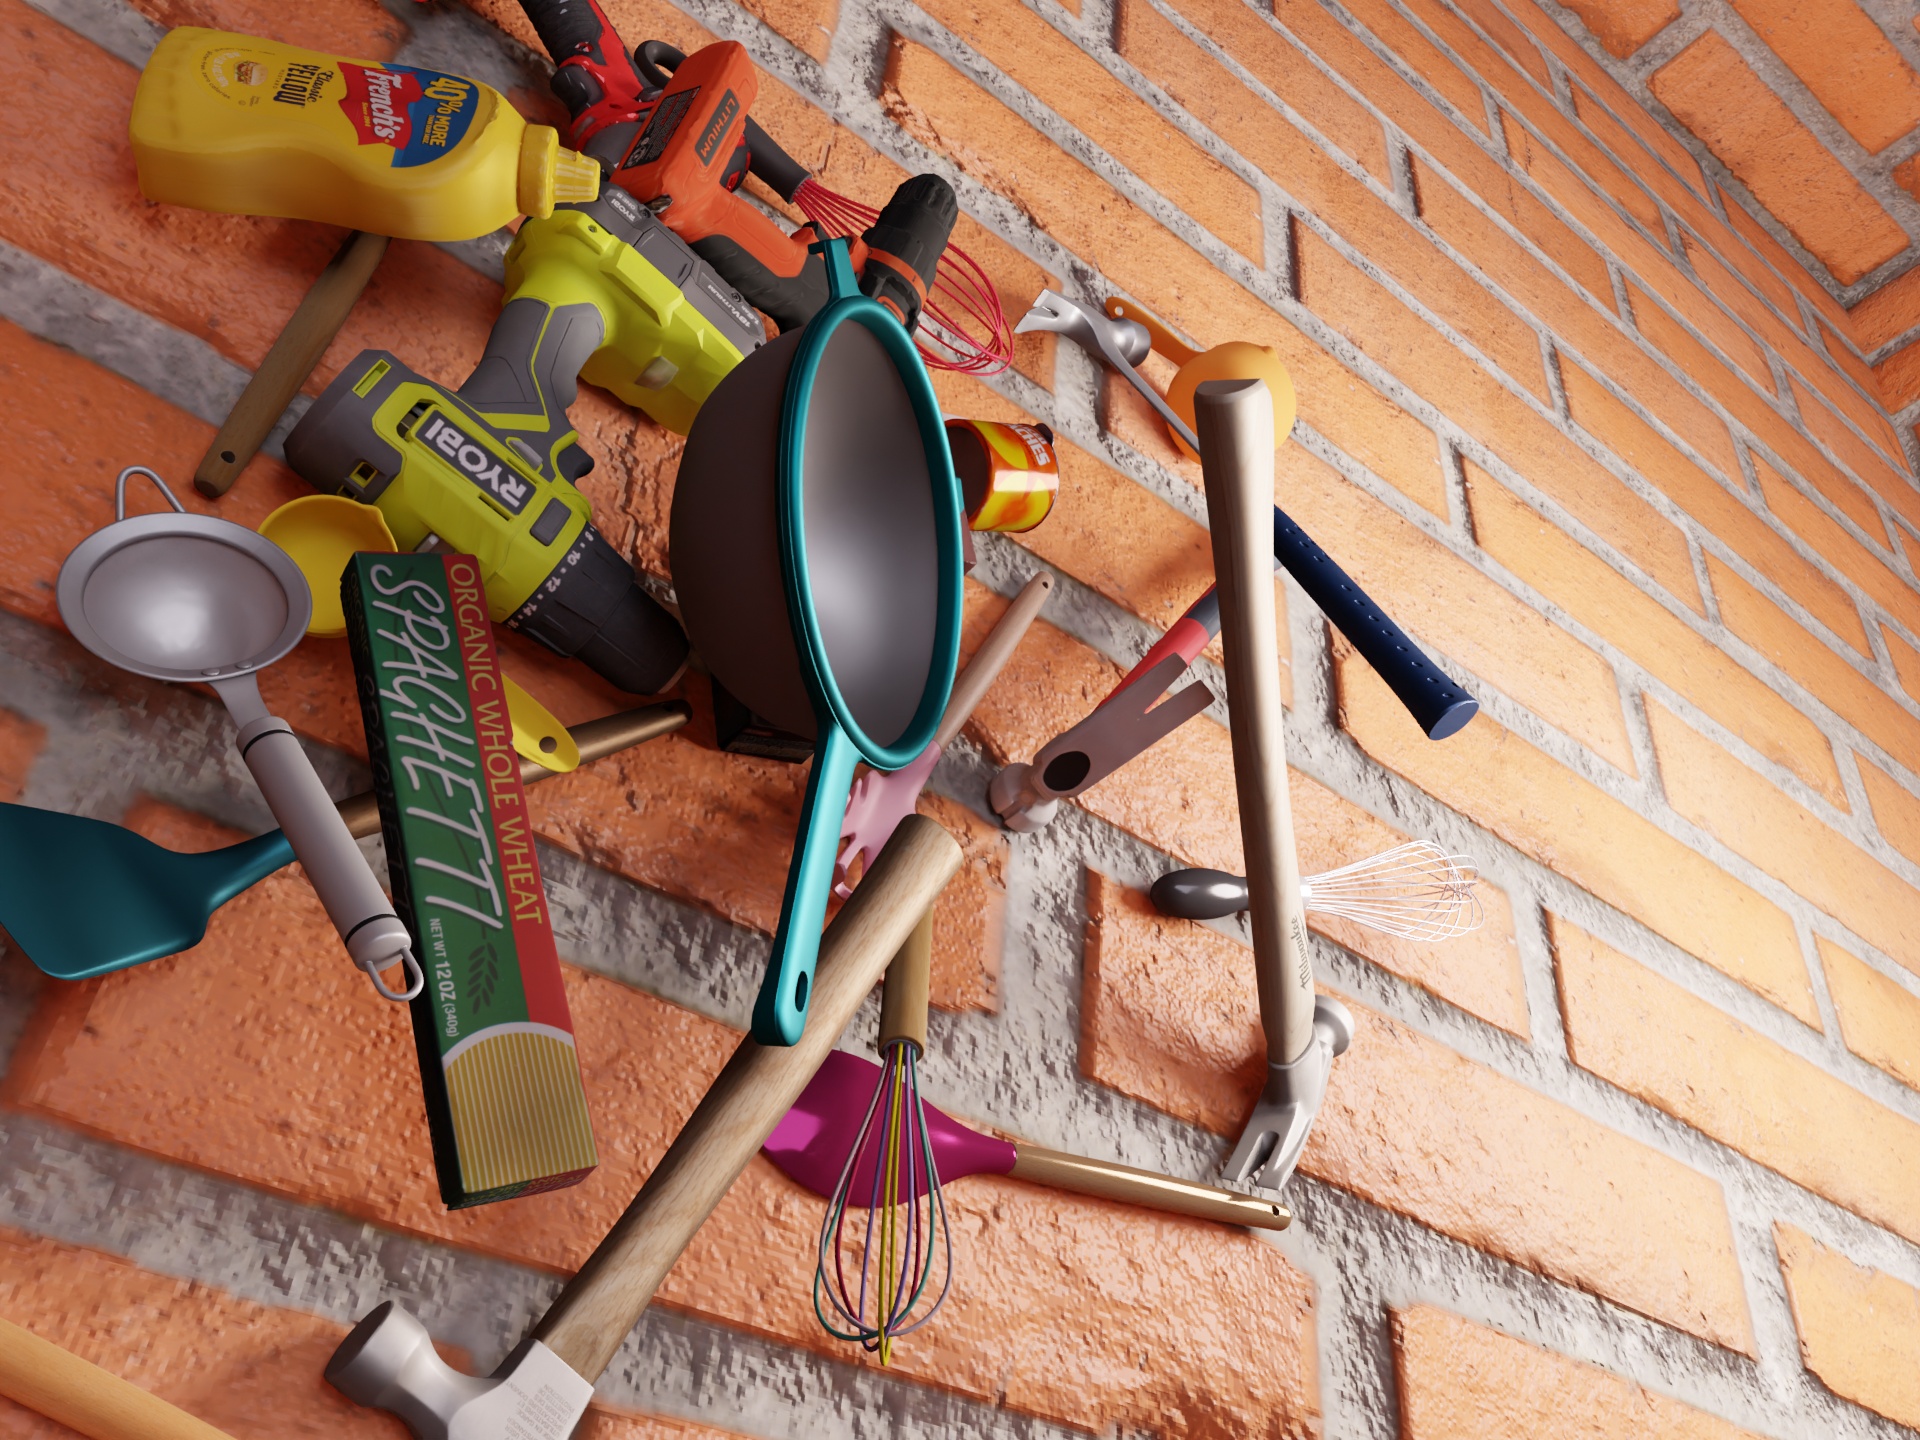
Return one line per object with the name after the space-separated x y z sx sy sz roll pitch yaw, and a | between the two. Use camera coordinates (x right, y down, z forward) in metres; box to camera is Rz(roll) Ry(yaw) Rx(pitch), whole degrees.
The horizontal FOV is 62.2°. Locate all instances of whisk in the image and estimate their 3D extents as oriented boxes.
0.225 0.107 0.977 0.284 0.070 0.070 4 61 -36 | whisk
-0.028 0.164 0.693 0.047 0.051 0.245 54 23 -32 | whisk
-0.084 -0.315 0.982 0.296 0.073 0.073 40 42 -5 | whisk

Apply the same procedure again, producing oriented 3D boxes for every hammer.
0.149 0.037 0.796 0.146 0.038 0.410 -44 130 -52 | hammer
0.179 -0.144 1.019 0.144 0.035 0.406 5 42 -51 | hammer
0.150 -0.059 0.970 0.038 0.143 0.386 50 37 -2 | hammer
-0.087 0.159 0.635 0.130 0.031 0.331 47 50 -11 | hammer

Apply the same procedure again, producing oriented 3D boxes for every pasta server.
-0.001 -0.003 0.854 0.060 0.040 0.316 50 39 -14 | pasta server

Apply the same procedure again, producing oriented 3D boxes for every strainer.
-0.082 -0.025 0.697 0.210 0.095 0.341 59 35 -56 | strainer
-0.253 0.004 0.569 0.087 0.050 0.259 -16 53 -38 | strainer

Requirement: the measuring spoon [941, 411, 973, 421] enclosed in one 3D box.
0.000 -0.178 0.998 0.124 0.018 0.034 9 57 -47 | measuring spoon

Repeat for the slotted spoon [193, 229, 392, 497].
-0.283 -0.214 0.748 0.070 0.031 0.314 34 46 -25 | slotted spoon

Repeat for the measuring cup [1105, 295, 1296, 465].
0.160 -0.251 1.157 0.174 0.095 0.052 41 44 14 | measuring cup

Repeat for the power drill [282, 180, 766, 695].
-0.179 -0.134 0.753 0.190 0.080 0.229 40 45 -21 | power drill

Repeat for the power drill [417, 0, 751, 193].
-0.221 -0.367 0.870 0.219 0.078 0.143 50 35 -9 | power drill

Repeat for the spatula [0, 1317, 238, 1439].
-0.313 0.158 0.452 0.322 0.041 0.081 38 42 -18 | spatula

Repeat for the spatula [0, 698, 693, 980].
-0.220 0.028 0.625 0.082 0.044 0.317 44 36 18 | spatula

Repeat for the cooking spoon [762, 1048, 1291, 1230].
0.042 0.213 0.759 0.318 0.017 0.069 21 50 -30 | cooking spoon

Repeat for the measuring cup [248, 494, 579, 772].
-0.222 -0.030 0.658 0.156 0.029 0.062 41 74 -11 | measuring cup
